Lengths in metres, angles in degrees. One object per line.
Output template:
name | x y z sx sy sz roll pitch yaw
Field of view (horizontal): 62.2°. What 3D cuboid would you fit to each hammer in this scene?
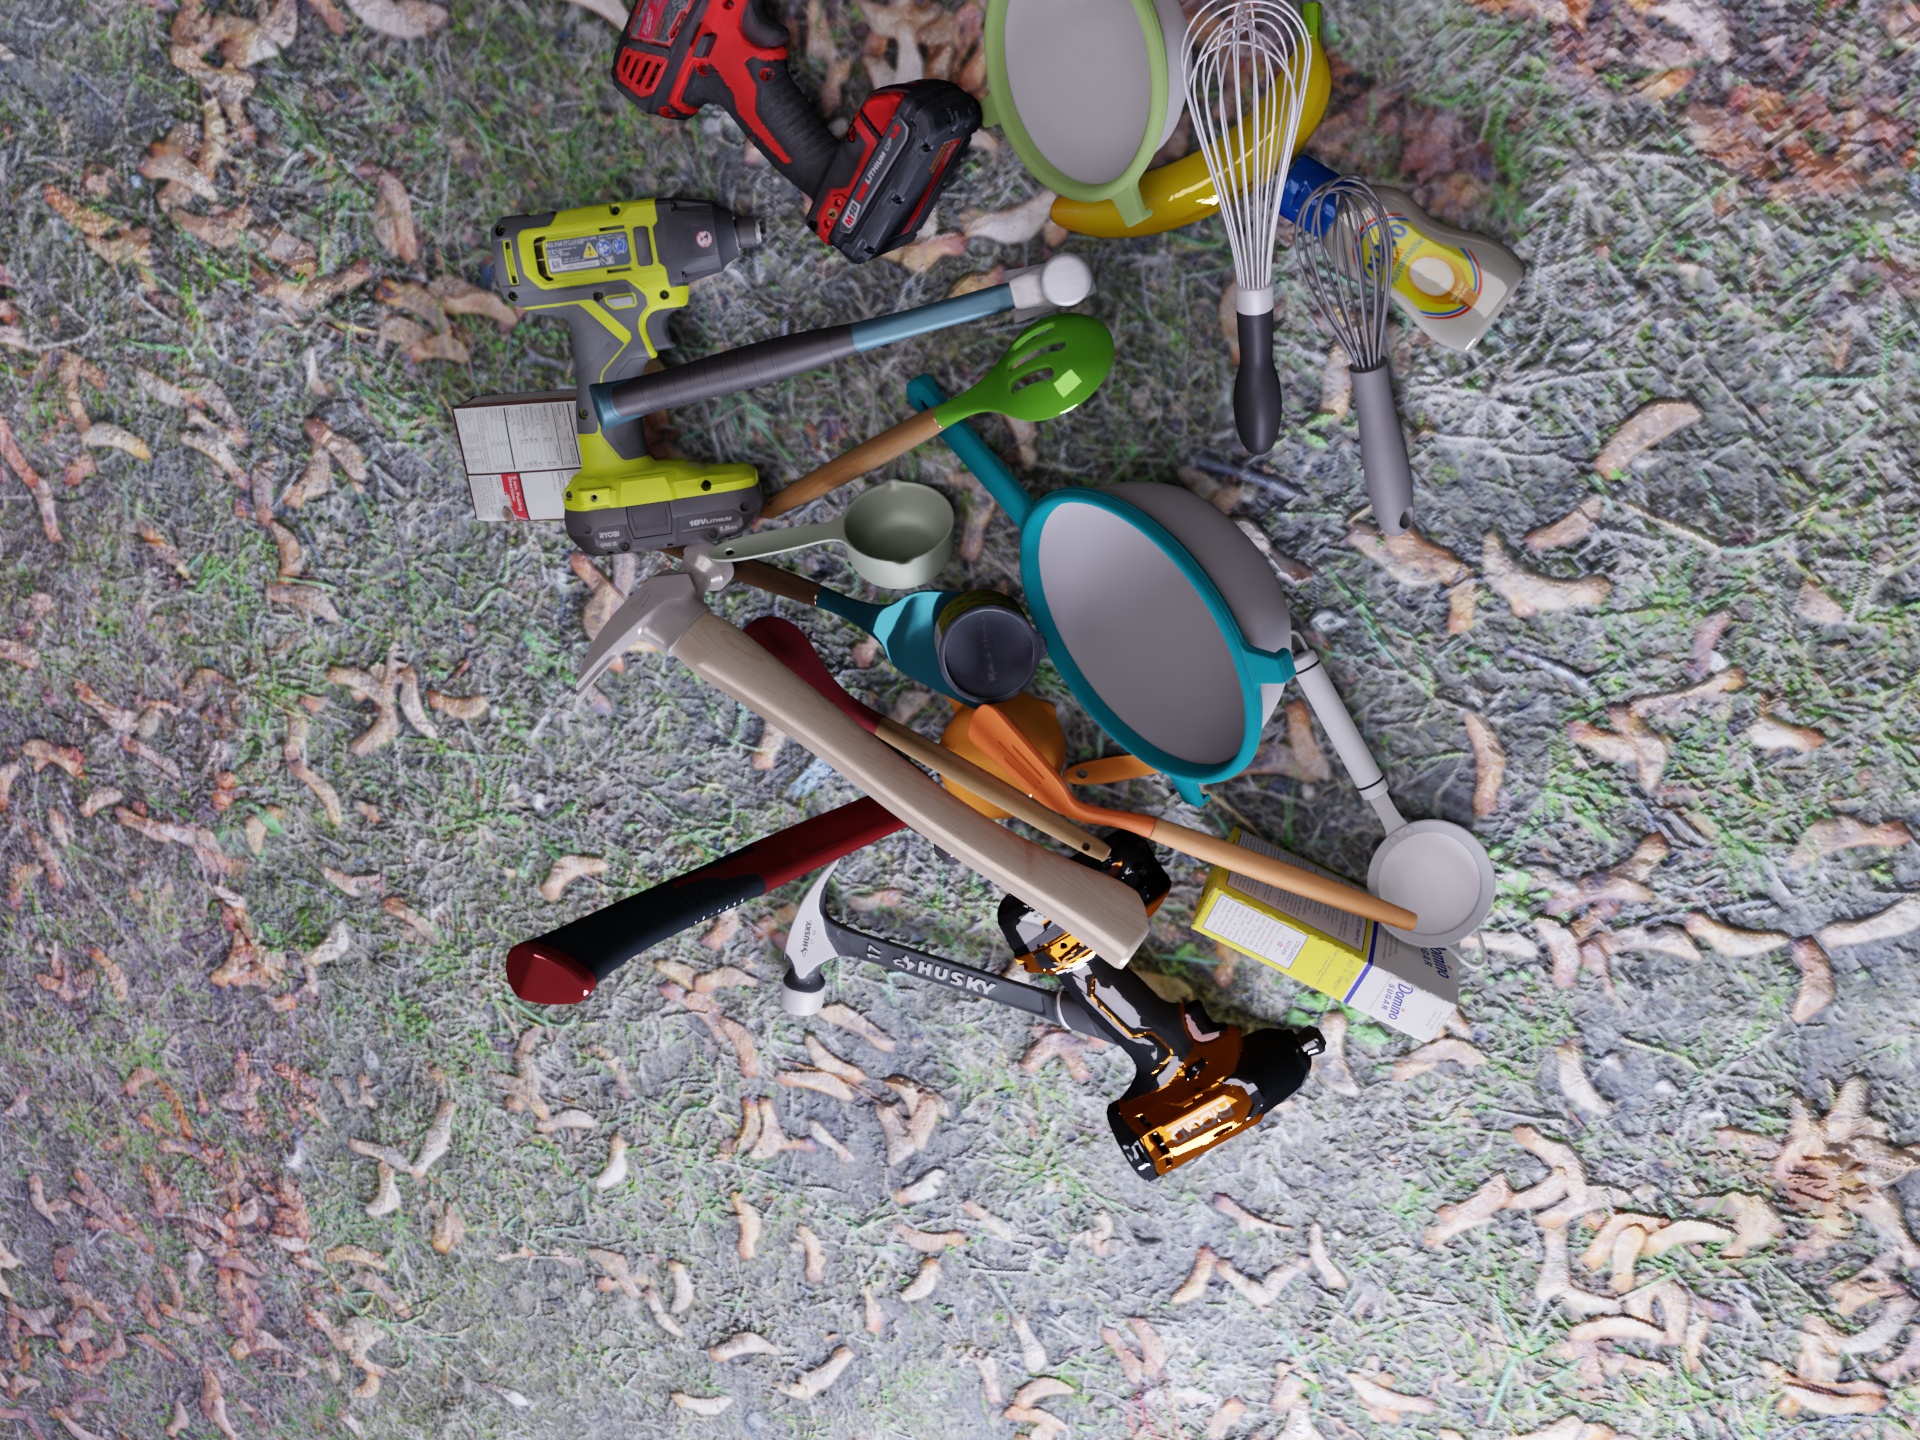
hammer | -0.142 0.086 1.020 0.143 0.386 0.038 39 121 20
hammer | -0.059 0.040 1.054 0.411 0.146 0.038 35 150 7
hammer | 0.062 0.209 1.207 0.409 0.036 0.149 15 114 10
hammer | -0.078 -0.235 0.990 0.331 0.128 0.033 -13 103 10

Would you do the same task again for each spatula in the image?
spatula | -0.115 -0.094 1.125 0.318 0.044 0.082 21 106 20
spatula | 0.152 0.071 1.053 0.322 0.041 0.081 20 161 -1

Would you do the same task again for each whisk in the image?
whisk | 0.242 -0.209 0.947 0.055 0.055 0.238 -8 127 20
whisk | 0.172 -0.278 0.928 0.070 0.070 0.284 2 132 16

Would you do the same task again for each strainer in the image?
strainer | 0.100 -0.118 1.029 0.340 0.095 0.210 50 157 17
strainer | 0.282 0.051 1.071 0.087 0.050 0.258 -30 95 -1
strainer | 0.091 -0.421 0.887 0.152 0.069 0.256 45 145 29

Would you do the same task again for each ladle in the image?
ladle | -0.034 0.017 1.110 0.315 0.031 0.069 29 113 15

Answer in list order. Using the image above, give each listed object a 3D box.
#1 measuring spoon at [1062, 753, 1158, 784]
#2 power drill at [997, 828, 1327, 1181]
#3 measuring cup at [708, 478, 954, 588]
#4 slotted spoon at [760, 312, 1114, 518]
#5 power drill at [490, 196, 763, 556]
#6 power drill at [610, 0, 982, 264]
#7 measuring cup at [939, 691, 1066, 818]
measuring spoon | 0.127 0.029 1.128 0.117 0.011 0.021 -11 120 24
power drill | 0.144 0.195 1.129 0.164 0.084 0.226 -31 93 8
measuring cup | -0.085 -0.116 1.079 0.167 0.083 0.038 -9 142 0
slotted spoon | -0.030 -0.185 1.026 0.314 0.031 0.070 -18 62 43
power drill | -0.207 -0.233 1.072 0.171 0.080 0.223 -9 108 -4
power drill | -0.104 -0.398 0.981 0.219 0.078 0.143 38 125 3
measuring cup | -0.002 -0.004 1.127 0.173 0.052 0.095 46 117 -7
